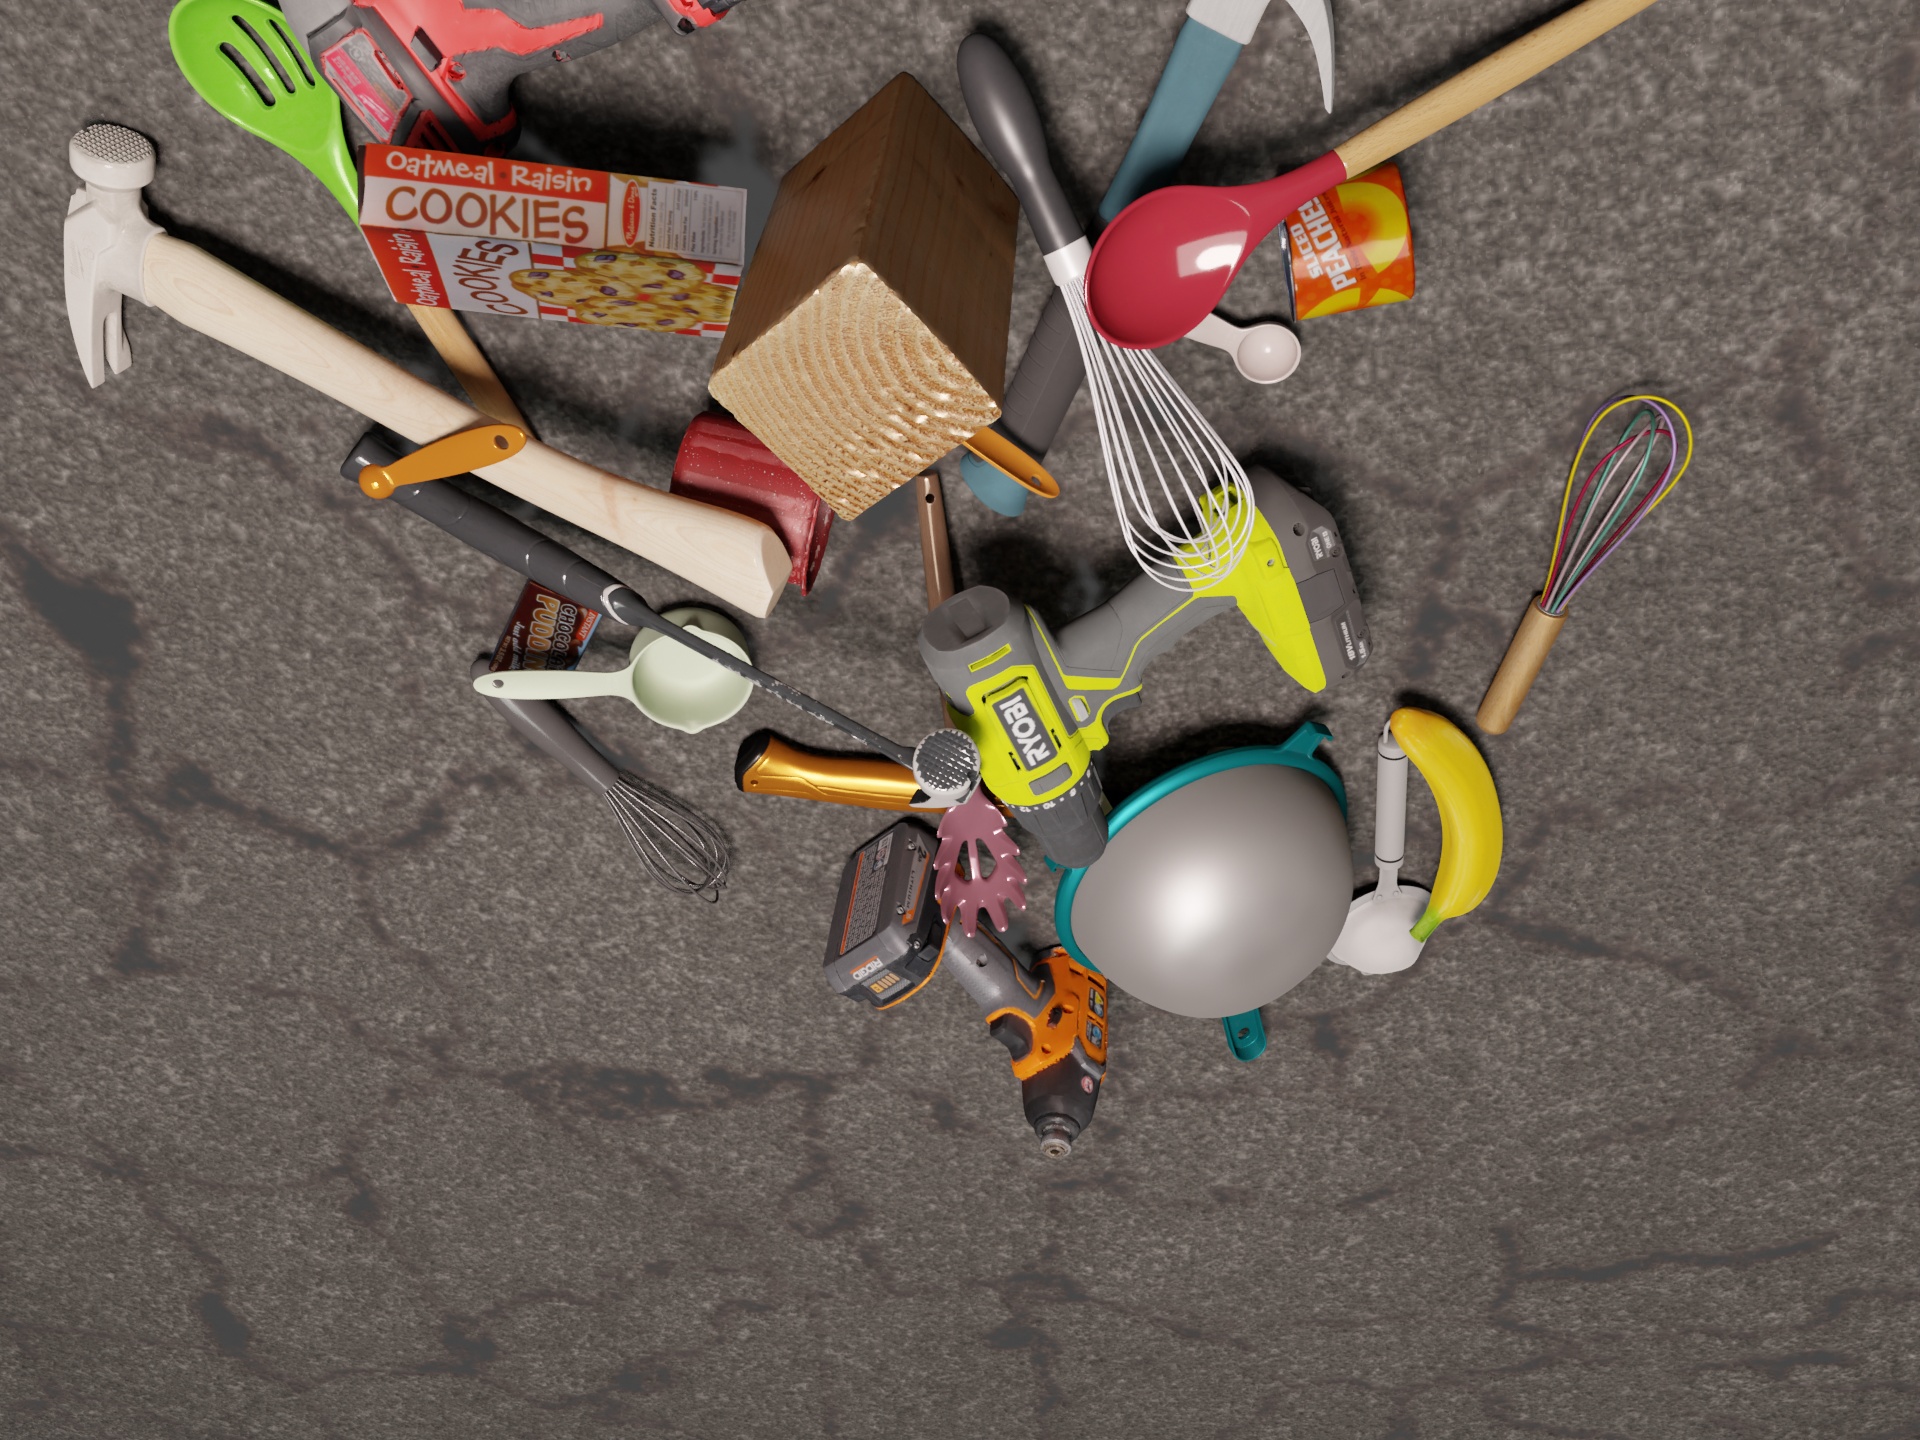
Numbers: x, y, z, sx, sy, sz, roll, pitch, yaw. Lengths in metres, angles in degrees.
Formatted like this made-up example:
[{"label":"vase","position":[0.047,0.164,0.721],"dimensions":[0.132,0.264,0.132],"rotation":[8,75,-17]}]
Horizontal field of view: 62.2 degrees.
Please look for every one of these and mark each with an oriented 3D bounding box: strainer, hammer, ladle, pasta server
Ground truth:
[{"label":"strainer","position":[0.289,0.100,1.074],"dimensions":[0.087,0.050,0.258],"rotation":[-13,128,-4]},{"label":"hammer","position":[-0.171,-0.056,0.899],"dimensions":[0.409,0.036,0.149],"rotation":[29,171,4]},{"label":"hammer","position":[0.018,0.054,1.061],"dimensions":[0.337,0.034,0.127],"rotation":[7,131,-1]},{"label":"hammer","position":[-0.281,-0.154,0.838],"dimensions":[0.410,0.038,0.146],"rotation":[27,131,0]},{"label":"hammer","position":[0.074,-0.236,0.789],"dimensions":[0.128,0.033,0.330],"rotation":[25,131,-3]},{"label":"ladle","position":[0.193,-0.263,0.712],"dimensions":[0.315,0.031,0.069],"rotation":[-29,126,5]},{"label":"pasta server","position":[-0.002,-0.003,0.978],"dimensions":[0.060,0.040,0.316],"rotation":[-9,121,-4]},{"label":"strainer","position":[0.189,0.164,1.063],"dimensions":[0.211,0.095,0.340],"rotation":[-25,136,-4]}]

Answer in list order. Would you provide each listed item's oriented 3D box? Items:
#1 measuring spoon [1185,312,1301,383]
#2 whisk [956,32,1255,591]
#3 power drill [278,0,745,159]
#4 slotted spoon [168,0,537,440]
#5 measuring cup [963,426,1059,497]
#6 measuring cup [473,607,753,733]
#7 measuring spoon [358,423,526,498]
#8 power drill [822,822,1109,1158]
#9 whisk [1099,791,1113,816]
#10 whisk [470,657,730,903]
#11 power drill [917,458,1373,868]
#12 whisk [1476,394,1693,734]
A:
[{"label":"measuring spoon","position":[0.120,-0.213,0.830],"dimensions":[0.124,0.018,0.034],"rotation":[22,131,-5]},{"label":"whisk","position":[0.066,-0.190,0.762],"dimensions":[0.070,0.070,0.284],"rotation":[-21,107,22]},{"label":"power drill","position":[-0.202,-0.339,0.705],"dimensions":[0.219,0.079,0.143],"rotation":[-20,127,25]},{"label":"slotted spoon","position":[-0.293,-0.235,0.837],"dimensions":[0.070,0.031,0.313],"rotation":[-14,131,17]},{"label":"measuring cup","position":[-0.031,-0.153,0.839],"dimensions":[0.173,0.095,0.052],"rotation":[31,140,-16]},{"label":"measuring cup","position":[-0.212,-0.033,0.980],"dimensions":[0.167,0.038,0.083],"rotation":[-2,129,-9]},{"label":"measuring spoon","position":[-0.268,-0.132,0.818],"dimensions":[0.117,0.011,0.021],"rotation":[-10,123,29]},{"label":"power drill","position":[0.015,0.191,1.098],"dimensions":[0.226,0.164,0.084],"rotation":[39,124,-24]},{"label":"whisk","position":[0.061,0.017,0.976],"dimensions":[0.059,0.058,0.246],"rotation":[-11,132,26]},{"label":"whisk","position":[-0.239,0.043,1.067],"dimensions":[0.055,0.055,0.238],"rotation":[-28,120,26]},{"label":"power drill","position":[0.108,-0.026,0.896],"dimensions":[0.228,0.080,0.190],"rotation":[-29,127,-1]},{"label":"whisk","position":[0.349,-0.079,0.907],"dimensions":[0.047,0.051,0.244],"rotation":[4,135,-6]}]
